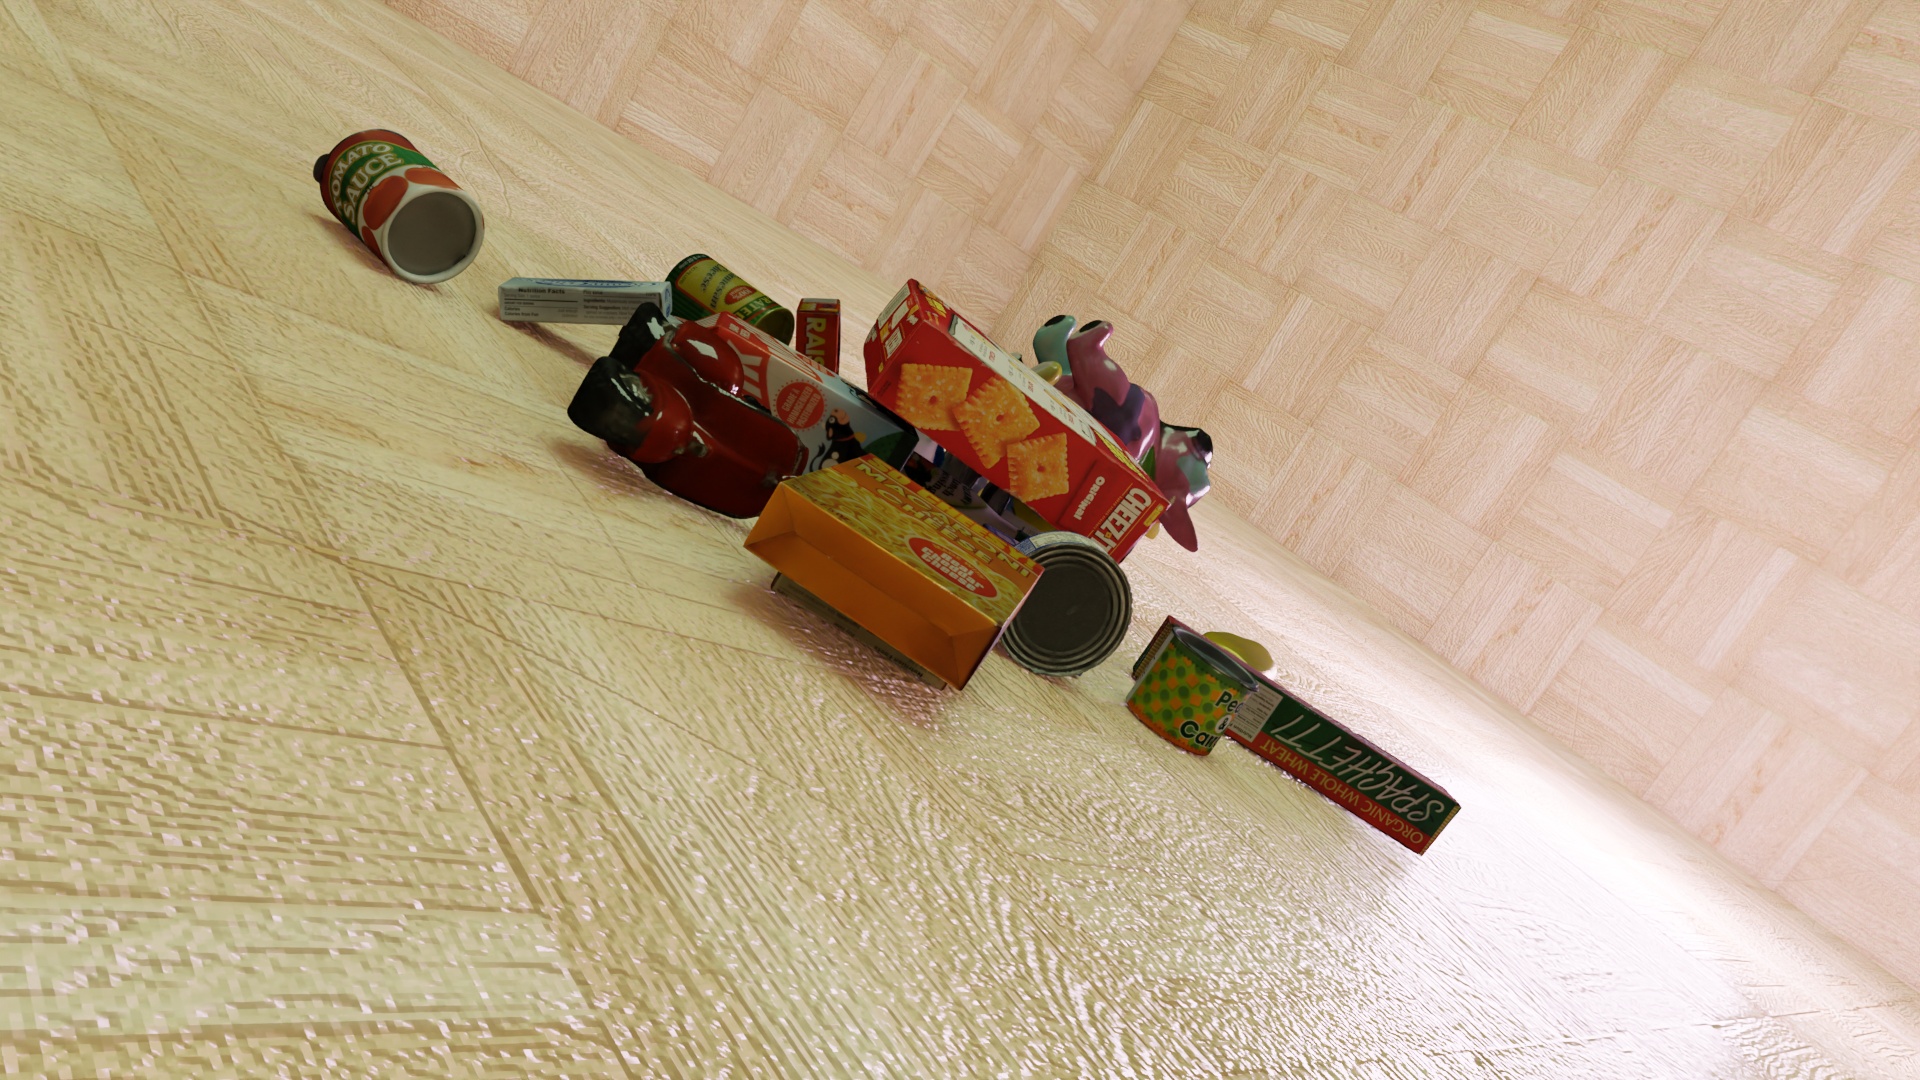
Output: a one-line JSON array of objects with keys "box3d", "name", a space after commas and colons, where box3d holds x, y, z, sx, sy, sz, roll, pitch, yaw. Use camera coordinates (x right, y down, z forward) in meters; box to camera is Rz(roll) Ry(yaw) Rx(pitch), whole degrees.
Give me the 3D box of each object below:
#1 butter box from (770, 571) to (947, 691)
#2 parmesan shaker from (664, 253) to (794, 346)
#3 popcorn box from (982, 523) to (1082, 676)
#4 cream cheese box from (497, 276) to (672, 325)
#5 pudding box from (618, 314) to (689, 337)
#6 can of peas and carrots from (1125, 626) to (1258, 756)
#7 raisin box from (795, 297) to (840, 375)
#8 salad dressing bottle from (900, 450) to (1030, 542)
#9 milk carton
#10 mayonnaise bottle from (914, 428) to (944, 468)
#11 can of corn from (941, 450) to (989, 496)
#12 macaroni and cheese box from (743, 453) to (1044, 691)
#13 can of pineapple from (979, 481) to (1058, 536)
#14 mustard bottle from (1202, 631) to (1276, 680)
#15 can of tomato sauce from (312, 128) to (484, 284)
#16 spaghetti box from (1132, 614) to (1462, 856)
[{"box3d": [-0.046, 0.035, 0.721, 0.103, 0.024, 0.053, 31, 11, -5], "name": "butter box"}, {"box3d": [-0.207, -0.198, 1.217, 0.103, 0.071, 0.071, 36, 11, 20], "name": "parmesan shaker"}, {"box3d": [0.047, 0.037, 0.943, 0.085, 0.038, 0.127, 31, 11, -11], "name": "popcorn box"}, {"box3d": [-0.244, -0.156, 0.907, 0.104, 0.024, 0.053, 1, 18, -7], "name": "cream cheese box"}, {"box3d": [-0.216, -0.150, 1.064, 0.050, 0.030, 0.084, 35, 11, 19], "name": "pudding box"}, {"box3d": [0.152, 0.100, 0.905, 0.071, 0.058, 0.071, 31, 11, -7], "name": "can of peas and carrots"}, {"box3d": [-0.126, -0.167, 1.234, 0.040, 0.086, 0.124, 3, 14, -5], "name": "raisin box"}, {"box3d": [0.004, -0.013, 1.027, 0.148, 0.043, 0.064, 33, 25, -1], "name": "salad dressing bottle"}, {"box3d": [-0.129, -0.092, 0.930, 0.190, 0.073, 0.072, 30, 11, -13], "name": "milk carton"}, {"box3d": [-0.047, -0.074, 1.122, 0.041, 0.064, 0.148, 32, 6, 11], "name": "mayonnaise bottle"}, {"box3d": [0.023, -0.054, 1.207, 0.058, 0.071, 0.071, 26, 12, -34], "name": "can of corn"}, {"box3d": [-0.027, 0.010, 0.714, 0.124, 0.040, 0.167, 33, 12, 4], "name": "macaroni and cheese box"}, {"box3d": [0.046, -0.014, 1.091, 0.058, 0.071, 0.071, 30, 10, -18], "name": "can of pineapple"}, {"box3d": [0.223, 0.104, 1.116, 0.065, 0.048, 0.160, 36, 10, 20], "name": "mustard bottle"}, {"box3d": [-0.342, -0.204, 0.847, 0.083, 0.071, 0.071, 39, 12, 30], "name": "can of tomato sauce"}, {"box3d": [0.241, 0.141, 0.999, 0.250, 0.050, 0.029, 32, 11, -3], "name": "spaghetti box"}]
